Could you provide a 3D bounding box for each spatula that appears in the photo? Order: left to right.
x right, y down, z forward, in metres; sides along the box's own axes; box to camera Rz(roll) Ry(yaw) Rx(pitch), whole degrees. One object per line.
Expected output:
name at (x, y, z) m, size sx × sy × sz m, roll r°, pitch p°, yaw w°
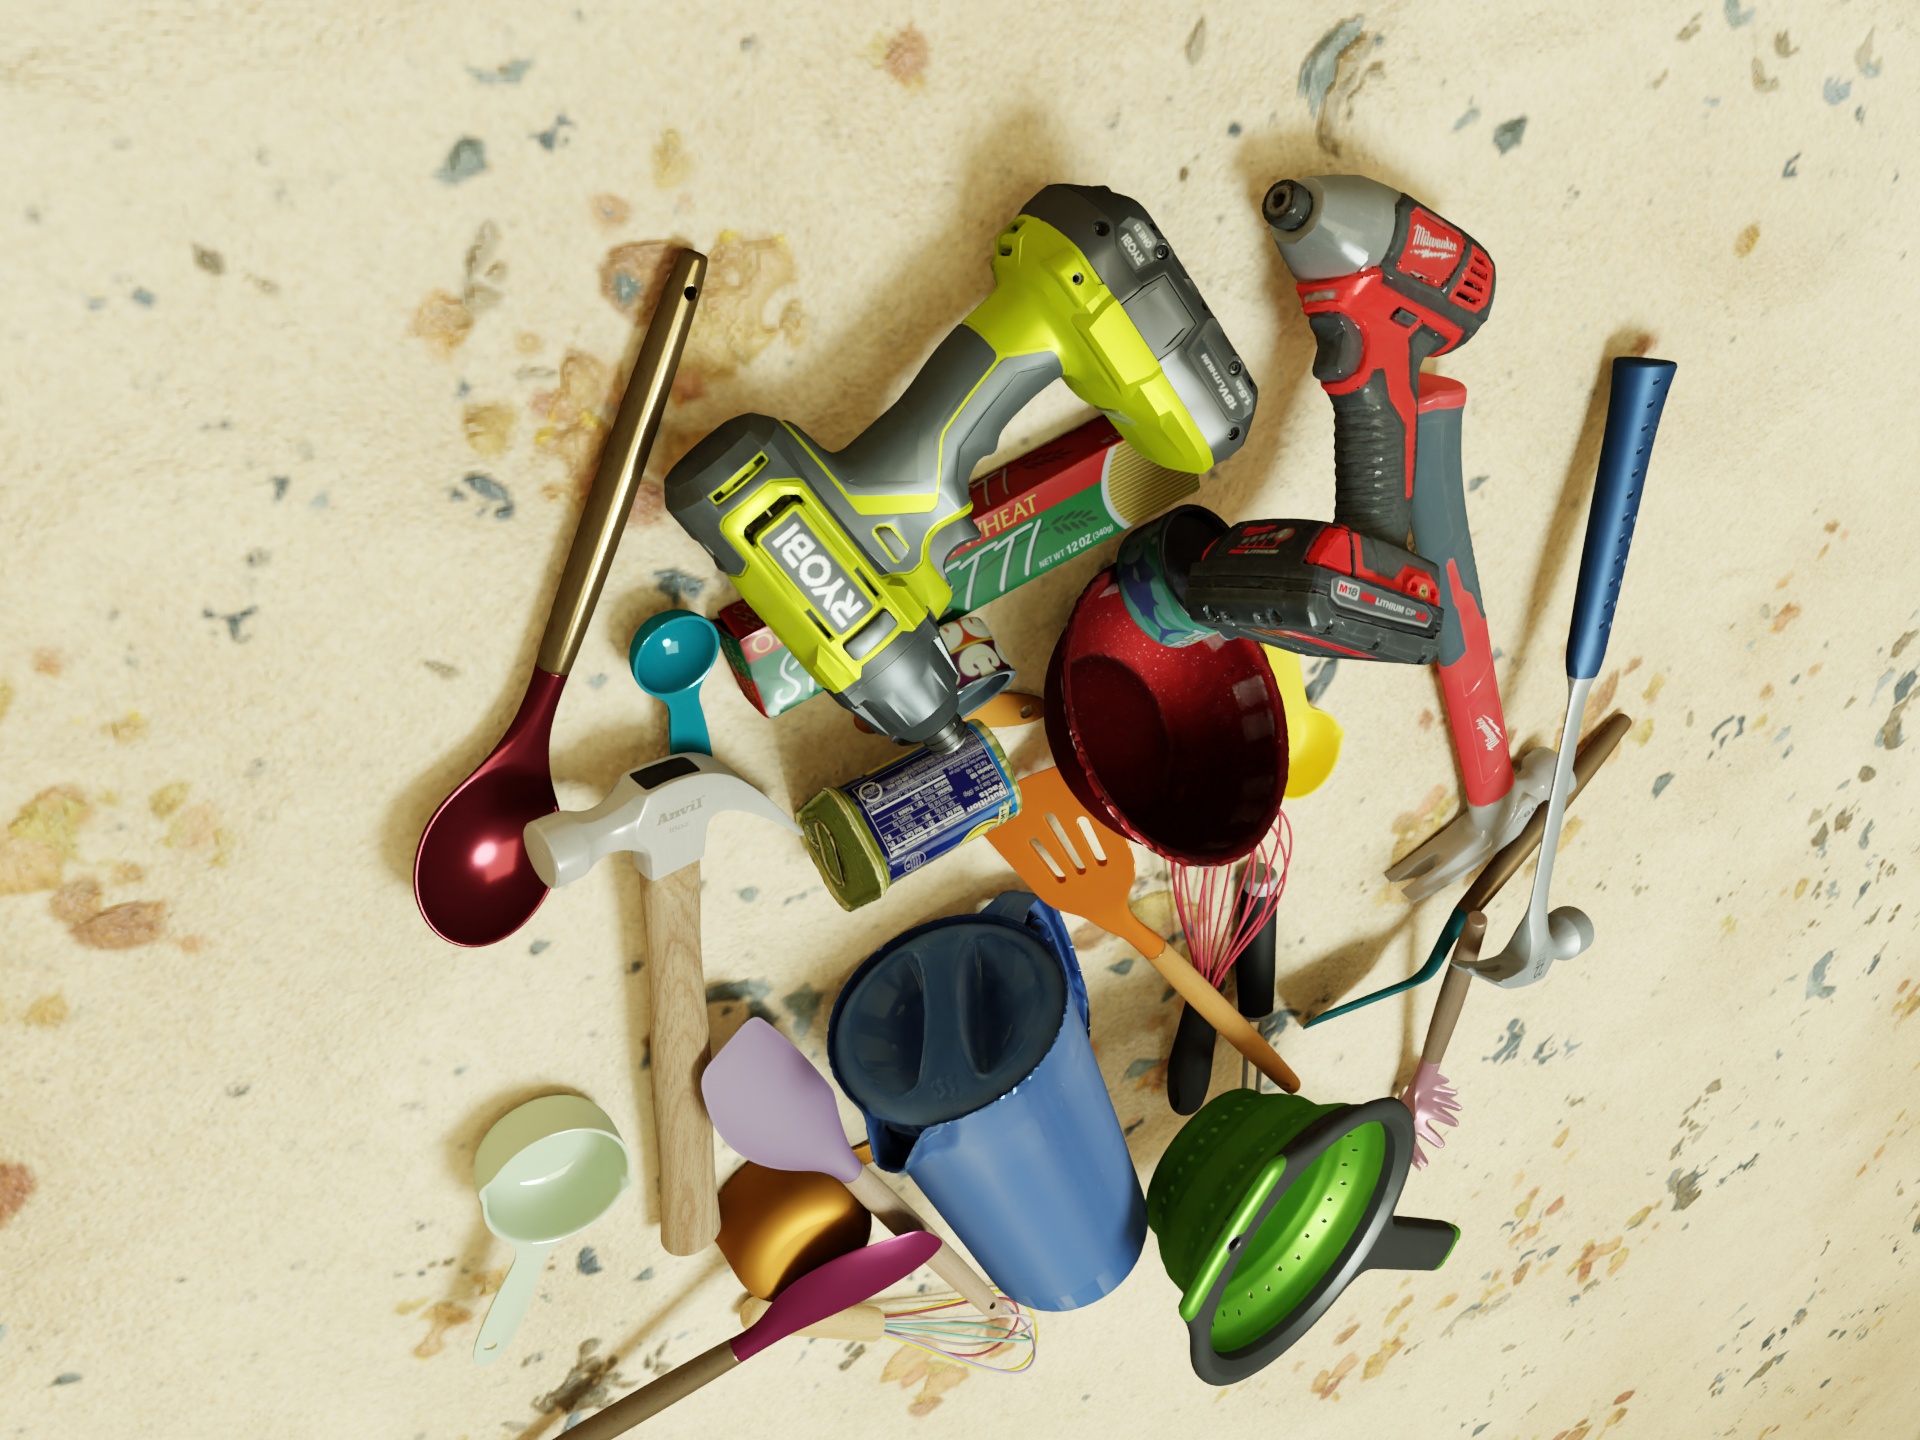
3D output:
spatula at (-0.051, 0.268, 0.897) m, size 0.060 × 0.018 × 0.315 m, roll -50°, pitch 131°, yaw -17°
spatula at (0.124, 0.136, 0.926) m, size 0.081 × 0.041 × 0.322 m, roll -25°, pitch 131°, yaw 23°
spatula at (0.358, 0.108, 1.109) m, size 0.317 × 0.044 × 0.082 m, roll -48°, pitch 164°, yaw -7°

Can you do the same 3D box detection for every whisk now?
whisk at (-0.039, 0.392, 1.039) m, size 0.244 × 0.051 × 0.047 m, roll 21°, pitch 86°, yaw -37°
whisk at (0.156, 0.149, 0.989) m, size 0.073 × 0.073 × 0.295 m, roll -18°, pitch 133°, yaw -23°

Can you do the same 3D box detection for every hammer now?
hammer at (-0.140, 0.156, 0.802) m, size 0.130 × 0.031 × 0.331 m, roll -25°, pitch 135°, yaw -34°
hammer at (0.291, -0.042, 0.963) m, size 0.143 × 0.038 × 0.385 m, roll -35°, pitch 133°, yaw -7°
hammer at (0.382, -0.017, 0.986) m, size 0.144 × 0.035 × 0.405 m, roll -16°, pitch 117°, yaw -42°

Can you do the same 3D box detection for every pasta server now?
pasta server at (0.354, 0.235, 1.155) m, size 0.060 × 0.040 × 0.315 m, roll -39°, pitch 147°, yaw -25°

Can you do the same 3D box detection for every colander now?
colander at (0.228, 0.320, 1.047) m, size 0.396 × 0.095 × 0.204 m, roll 26°, pitch 95°, yaw -51°

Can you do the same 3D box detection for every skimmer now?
skimmer at (0.209, 0.259, 1.072) m, size 0.127 × 0.090 × 0.363 m, roll -11°, pitch 125°, yaw -8°

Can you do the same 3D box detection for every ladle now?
ladle at (-0.164, -0.045, 0.666) m, size 0.069 × 0.031 × 0.315 m, roll 6°, pitch 114°, yaw -44°

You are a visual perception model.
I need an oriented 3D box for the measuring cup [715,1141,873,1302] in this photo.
measuring cup at (-0.058, 0.278, 0.935) m, size 0.173 × 0.052 × 0.095 m, roll -22°, pitch 130°, yaw -18°

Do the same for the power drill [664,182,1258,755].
power drill at (0.009, -0.104, 0.683) m, size 0.223 × 0.080 × 0.171 m, roll -42°, pitch 115°, yaw -4°

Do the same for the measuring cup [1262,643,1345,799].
measuring cup at (0.181, -0.025, 0.916) m, size 0.062 × 0.029 × 0.156 m, roll -28°, pitch 119°, yaw -18°

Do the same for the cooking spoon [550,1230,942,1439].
cooking spoon at (-0.149, 0.375, 0.915) m, size 0.319 × 0.017 × 0.068 m, roll -31°, pitch 143°, yaw 6°

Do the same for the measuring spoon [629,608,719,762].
measuring spoon at (-0.130, -0.002, 0.729) m, size 0.042 × 0.021 × 0.128 m, roll -26°, pitch 140°, yaw -26°

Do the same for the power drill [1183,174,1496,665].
power drill at (0.182, -0.144, 0.756) m, size 0.143 × 0.079 × 0.220 m, roll 12°, pitch 87°, yaw -40°

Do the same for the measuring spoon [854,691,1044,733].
measuring spoon at (-0.001, -0.003, 0.812) m, size 0.117 × 0.011 × 0.021 m, roll -2°, pitch 121°, yaw -33°

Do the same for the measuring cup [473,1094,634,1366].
measuring cup at (-0.227, 0.264, 0.825) m, size 0.083 × 0.038 × 0.167 m, roll 9°, pitch 116°, yaw -37°
